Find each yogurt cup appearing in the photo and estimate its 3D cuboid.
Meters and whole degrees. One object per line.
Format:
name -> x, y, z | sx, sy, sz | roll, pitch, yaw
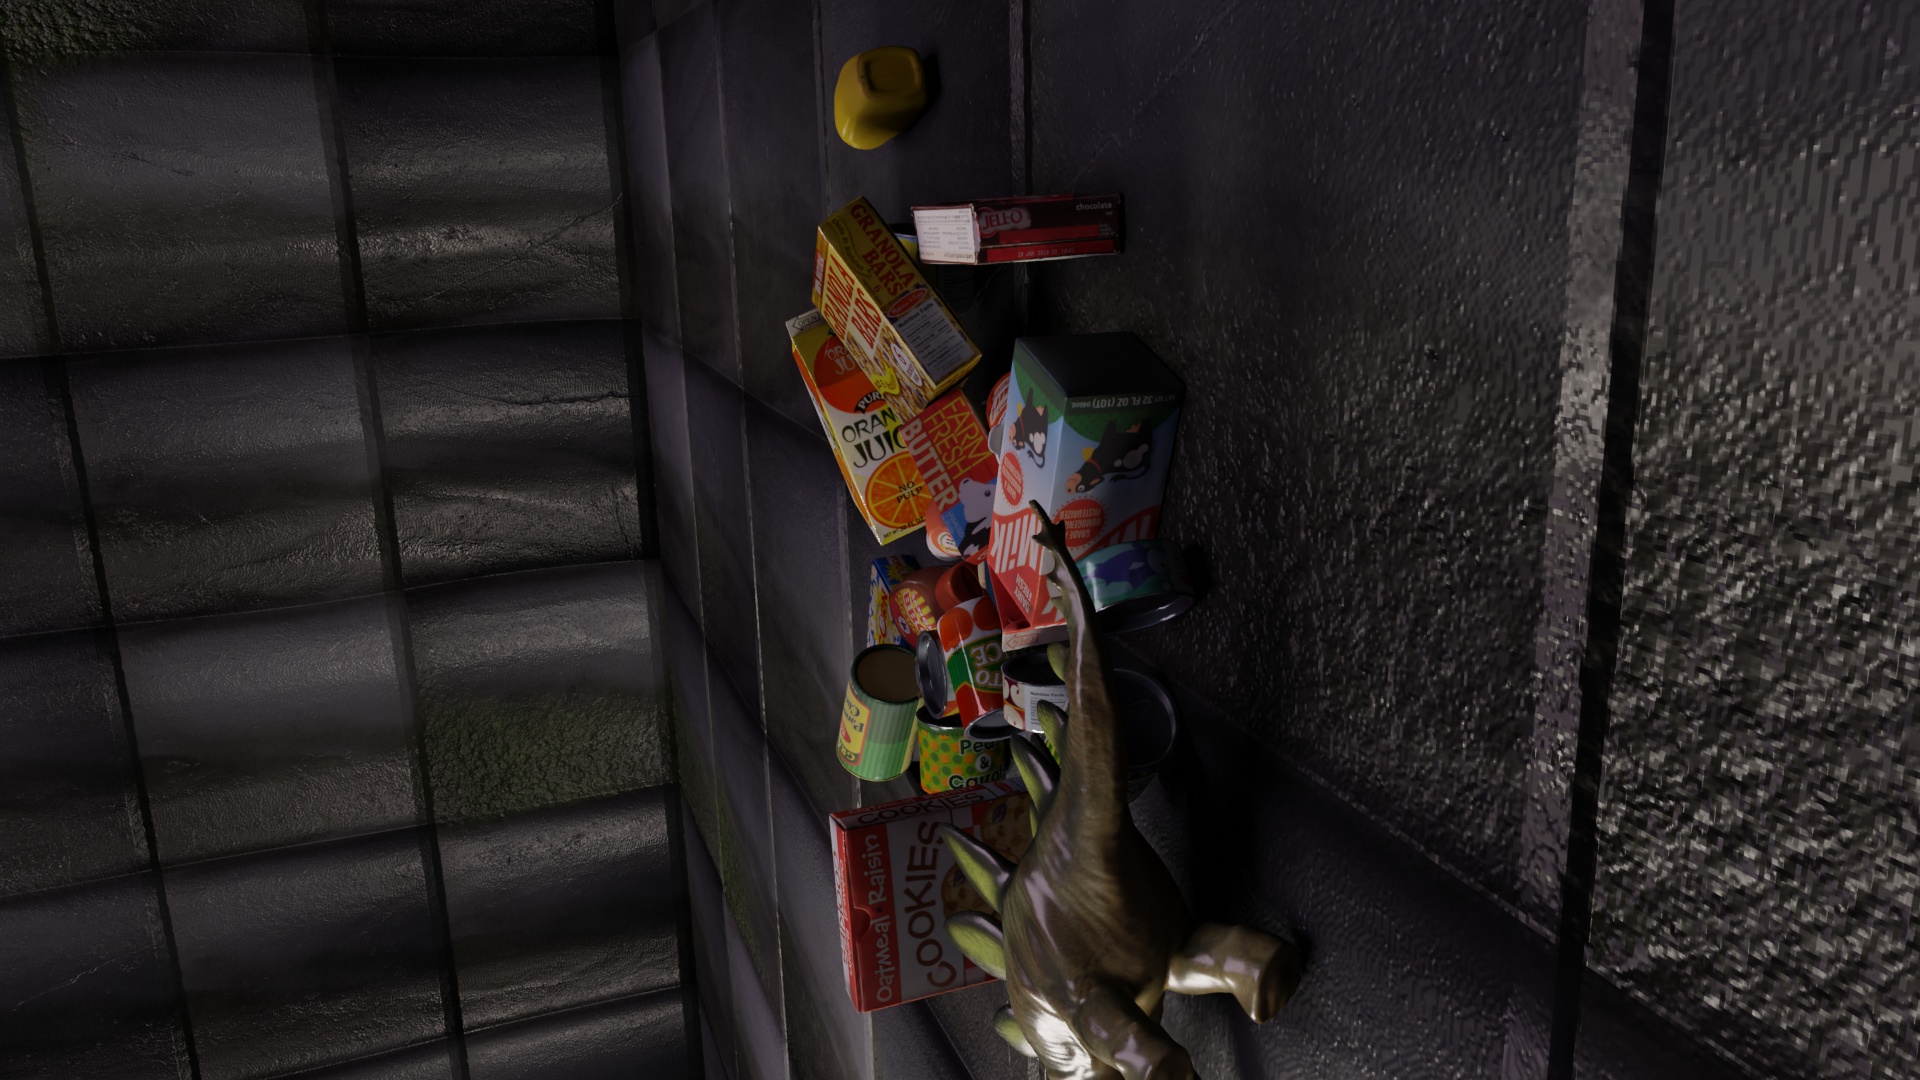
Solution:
yogurt cup -> 0.048, -0.072, 0.844 | 0.054, 0.072, 0.072 | -115, 25, -59

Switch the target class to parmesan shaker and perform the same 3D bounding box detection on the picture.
parmesan shaker -> -0.065, 0.140, 1.152 | 0.102, 0.071, 0.071 | 103, 152, -43

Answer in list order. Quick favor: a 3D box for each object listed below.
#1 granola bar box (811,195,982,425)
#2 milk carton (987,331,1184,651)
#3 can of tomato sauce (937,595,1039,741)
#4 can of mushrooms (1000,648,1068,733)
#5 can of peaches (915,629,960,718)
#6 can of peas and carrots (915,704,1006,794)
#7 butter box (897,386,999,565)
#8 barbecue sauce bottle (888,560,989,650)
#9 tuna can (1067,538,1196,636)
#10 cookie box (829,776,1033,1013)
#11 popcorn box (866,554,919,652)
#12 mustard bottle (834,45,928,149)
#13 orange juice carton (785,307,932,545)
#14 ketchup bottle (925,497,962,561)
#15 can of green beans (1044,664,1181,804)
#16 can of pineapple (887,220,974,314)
granola bar box -> -0.046, -0.143, 0.921 | 0.124, 0.039, 0.165 | 53, 170, 1
milk carton -> 0.065, -0.017, 0.797 | 0.074, 0.072, 0.189 | -123, 32, -51
can of tomato sauce -> 0.025, 0.087, 0.958 | 0.070, 0.071, 0.083 | 115, 144, -57
can of mushrooms -> 0.059, 0.093, 0.865 | 0.071, 0.071, 0.033 | -149, 53, -66
can of peaches -> 0.004, 0.095, 1.034 | 0.071, 0.058, 0.071 | 173, 89, -71
can of peas and carrots -> 0.002, 0.157, 1.049 | 0.071, 0.071, 0.058 | -152, 56, -67
butter box -> 0.006, -0.041, 0.874 | 0.024, 0.053, 0.104 | 22, -143, -62
barbecue sauce bottle -> -0.013, 0.047, 1.082 | 0.065, 0.044, 0.148 | 61, 158, 3
tuna can -> 0.089, 0.026, 0.749 | 0.070, 0.071, 0.033 | 125, 136, -62
cookie box -> 0.003, 0.228, 0.914 | 0.040, 0.168, 0.122 | -167, 71, -69
popcorn box -> -0.052, 0.087, 1.220 | 0.085, 0.038, 0.126 | -125, 34, -51
mustard bottle -> -0.070, -0.341, 1.092 | 0.160, 0.065, 0.048 | 177, 82, -75
orange juice carton -> -0.069, -0.100, 1.060 | 0.073, 0.072, 0.191 | 54, 167, 53
ketchup bottle -> 0.004, -0.013, 0.999 | 0.148, 0.065, 0.043 | 140, 130, -78
can of green beans -> 0.086, 0.113, 0.793 | 0.057, 0.071, 0.071 | 110, 147, -54
can of pineapple -> -0.024, -0.196, 0.998 | 0.071, 0.071, 0.057 | -134, 41, -60
